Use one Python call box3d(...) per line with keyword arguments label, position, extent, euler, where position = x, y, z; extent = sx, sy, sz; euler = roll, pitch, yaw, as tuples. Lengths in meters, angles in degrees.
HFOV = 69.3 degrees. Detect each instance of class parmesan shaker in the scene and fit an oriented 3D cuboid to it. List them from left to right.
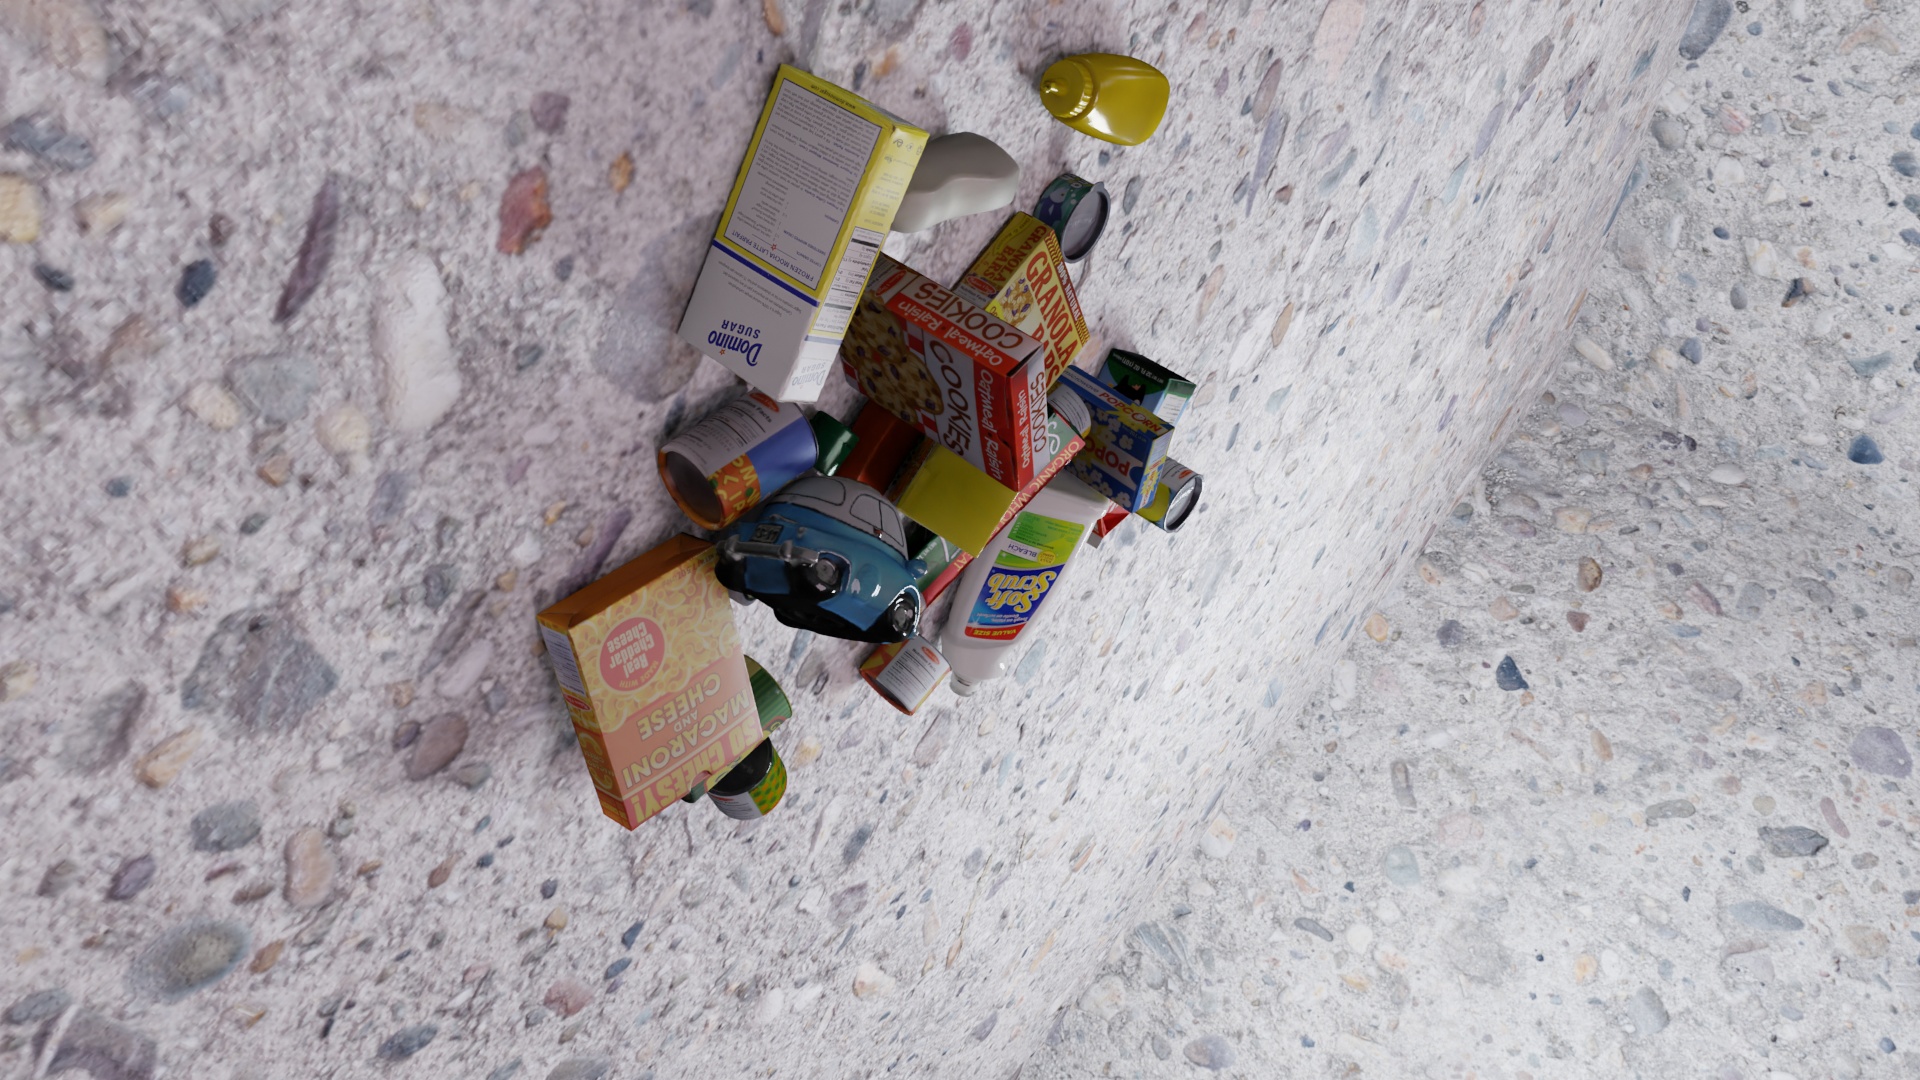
box3d(label="parmesan shaker", position=(-0.190, 0.144, 1.069), extent=(0.103, 0.071, 0.071), euler=(-42, 151, -27))

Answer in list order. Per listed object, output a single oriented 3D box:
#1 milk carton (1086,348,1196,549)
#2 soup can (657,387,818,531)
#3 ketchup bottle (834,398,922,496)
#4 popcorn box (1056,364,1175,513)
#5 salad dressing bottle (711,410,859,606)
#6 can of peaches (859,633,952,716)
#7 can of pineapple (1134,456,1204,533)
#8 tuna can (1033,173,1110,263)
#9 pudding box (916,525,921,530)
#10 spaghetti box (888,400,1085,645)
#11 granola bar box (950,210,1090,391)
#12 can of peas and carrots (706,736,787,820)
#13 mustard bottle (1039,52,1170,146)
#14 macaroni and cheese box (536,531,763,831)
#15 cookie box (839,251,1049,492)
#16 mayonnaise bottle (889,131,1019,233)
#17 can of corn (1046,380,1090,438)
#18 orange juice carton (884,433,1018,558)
box3d(label="milk carton", position=(0.152, -0.090, 1.392), extent=(0.073, 0.072, 0.190), euler=(0, 119, -59))
box3d(label="soup can", position=(-0.145, -0.053, 0.913), extent=(0.084, 0.071, 0.071), euler=(-39, 149, -32))
box3d(label="ketchup bottle", position=(-0.085, -0.037, 1.065), extent=(0.148, 0.043, 0.065), euler=(-58, 162, 4))
box3d(label="popcorn box", position=(0.129, -0.095, 1.281), extent=(0.038, 0.127, 0.084), euler=(-27, 142, -39))
box3d(label="salad dressing bottle", position=(-0.129, -0.024, 1.001), extent=(0.147, 0.044, 0.064), euler=(-55, 157, -3))
box3d(label="can of peaches", position=(-0.052, 0.120, 1.284), extent=(0.058, 0.071, 0.071), euler=(-49, 154, -16))
box3d(label="can of pineapple", position=(0.196, -0.048, 1.363), extent=(0.071, 0.058, 0.070), euler=(-40, 149, -30))
box3d(label="tuna can", position=(0.090, -0.263, 1.125), extent=(0.071, 0.033, 0.070), euler=(-41, 151, -29))
box3d(label="pudding box", position=(-0.009, -0.012, 1.246), extent=(0.084, 0.030, 0.049), euler=(-52, 153, -9))
box3d(label="spaghetti box", position=(0.004, -0.015, 1.191), extent=(0.250, 0.029, 0.050), euler=(-46, 125, 4))
box3d(label="granola bar box", position=(0.042, -0.172, 1.138), extent=(0.124, 0.039, 0.165), euler=(-51, 154, -9))
box3d(label="can of peas and carrots", position=(-0.178, 0.186, 1.135), extent=(0.071, 0.071, 0.058), euler=(-47, 154, -20))
box3d(label="mustard bottle", position=(0.101, -0.335, 1.043), extent=(0.161, 0.049, 0.065), euler=(-14, 131, -54))
box3d(label="macaroni and cheese box", position=(-0.207, 0.097, 0.950), extent=(0.124, 0.040, 0.165), euler=(-34, 127, -38))
box3d(label="cookie box", position=(-0.016, -0.118, 0.948), extent=(0.040, 0.168, 0.122), euler=(-45, 152, -22))
box3d(label="mayonnaise bottle", position=(-0.030, -0.232, 0.919), extent=(0.149, 0.065, 0.041), euler=(-29, 147, -38))
box3d(label="can of corn", position=(0.073, -0.102, 1.248), extent=(0.058, 0.071, 0.070), euler=(-43, 151, -28))
box3d(label="orange juice carton", position=(-0.011, -0.046, 1.097), extent=(0.072, 0.073, 0.193), euler=(-57, -170, 2))
